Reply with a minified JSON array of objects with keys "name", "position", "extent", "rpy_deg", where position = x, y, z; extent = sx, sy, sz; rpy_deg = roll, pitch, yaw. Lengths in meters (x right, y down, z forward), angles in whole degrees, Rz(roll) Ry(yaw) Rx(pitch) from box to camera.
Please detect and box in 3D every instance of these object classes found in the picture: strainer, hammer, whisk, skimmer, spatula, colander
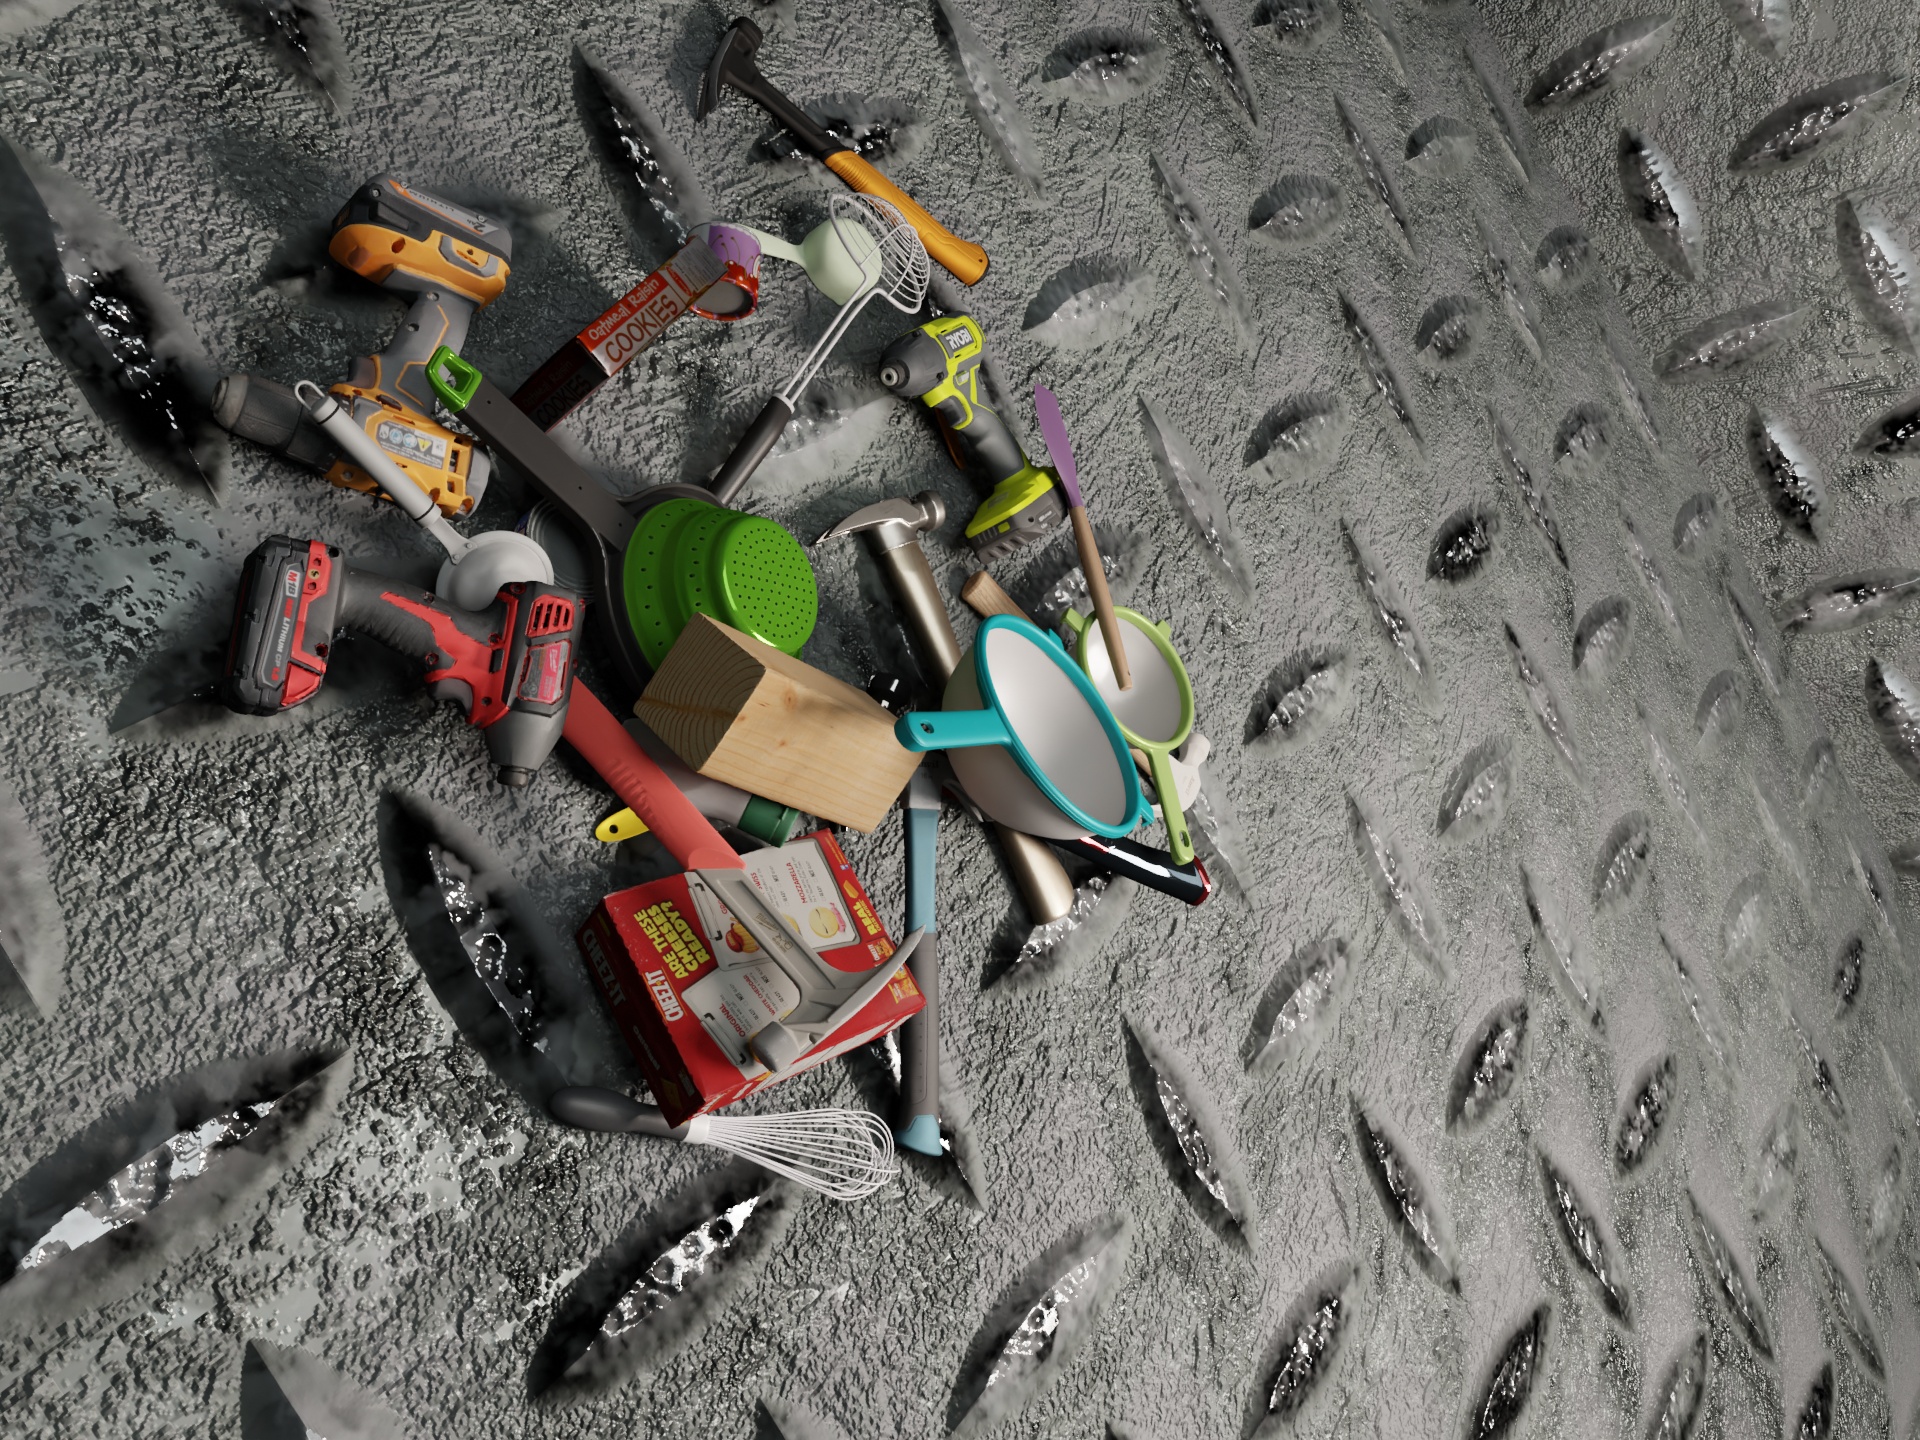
[{"name":"strainer","position":[0.020,0.024,1.267],"extent":[0.340,0.095,0.211],"rpy_deg":[-2,61,-60]},{"name":"hammer","position":[0.121,-0.024,1.561],"extent":[0.331,0.031,0.130],"rpy_deg":[43,50,-22]},{"name":"whisk","position":[-0.168,0.304,1.169],"extent":[0.284,0.070,0.070],"rpy_deg":[20,62,-30]},{"name":"strainer","position":[-0.368,-0.136,1.111],"extent":[0.087,0.050,0.258],"rpy_deg":[-44,125,-7]},{"name":"hammer","position":[-0.192,0.073,1.144],"extent":[0.149,0.036,0.359],"rpy_deg":[-39,81,-26]},{"name":"skimmer","position":[-0.139,-0.322,1.409],"extent":[0.127,0.090,0.363],"rpy_deg":[43,68,-31]},{"name":"spatula","position":[0.114,-0.176,1.496],"extent":[0.059,0.018,0.316],"rpy_deg":[13,59,-59]},{"name":"hammer","position":[-0.103,-0.528,1.543],"extent":[0.336,0.034,0.127],"rpy_deg":[33,55,-29]},{"name":"colander","position":[-0.226,-0.143,1.195],"extent":[0.396,0.094,0.205],"rpy_deg":[45,45,-36]},{"name":"hammer","position":[-0.035,0.188,1.305],"extent":[0.128,0.033,0.331],"rpy_deg":[4,82,-28]},{"name":"hammer","position":[-0.002,-0.005,1.440],"extent":[0.146,0.038,0.410],"rpy_deg":[-24,91,-43]},{"name":"strainer","position":[0.160,0.019,1.499],"extent":[0.151,0.069,0.256],"rpy_deg":[3,67,-43]},{"name":"hammer","position":[0.064,0.099,1.413],"extent":[0.386,0.038,0.143],"rpy_deg":[26,70,-25]}]

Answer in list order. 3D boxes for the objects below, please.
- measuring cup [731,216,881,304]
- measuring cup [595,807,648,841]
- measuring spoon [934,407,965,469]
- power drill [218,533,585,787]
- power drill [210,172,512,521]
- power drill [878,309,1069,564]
[{"name":"measuring cup","position":[-0.142,-0.440,1.472],"extent":[0.167,0.038,0.083],"rpy_deg":[5,72,-43]},{"name":"measuring cup","position":[-0.216,0.064,1.237],"extent":[0.156,0.029,0.062],"rpy_deg":[-22,86,-32]},{"name":"measuring spoon","position":[-0.022,-0.298,1.550],"extent":[0.021,0.011,0.117],"rpy_deg":[-28,98,-57]},{"name":"power drill","position":[-0.367,-0.038,1.063],"extent":[0.219,0.078,0.143],"rpy_deg":[12,83,-31]},{"name":"power drill","position":[-0.421,-0.271,1.136],"extent":[0.185,0.084,0.226],"rpy_deg":[16,69,-37]},{"name":"power drill","position":[0.010,-0.268,1.501],"extent":[0.223,0.080,0.171],"rpy_deg":[59,32,-9]}]
